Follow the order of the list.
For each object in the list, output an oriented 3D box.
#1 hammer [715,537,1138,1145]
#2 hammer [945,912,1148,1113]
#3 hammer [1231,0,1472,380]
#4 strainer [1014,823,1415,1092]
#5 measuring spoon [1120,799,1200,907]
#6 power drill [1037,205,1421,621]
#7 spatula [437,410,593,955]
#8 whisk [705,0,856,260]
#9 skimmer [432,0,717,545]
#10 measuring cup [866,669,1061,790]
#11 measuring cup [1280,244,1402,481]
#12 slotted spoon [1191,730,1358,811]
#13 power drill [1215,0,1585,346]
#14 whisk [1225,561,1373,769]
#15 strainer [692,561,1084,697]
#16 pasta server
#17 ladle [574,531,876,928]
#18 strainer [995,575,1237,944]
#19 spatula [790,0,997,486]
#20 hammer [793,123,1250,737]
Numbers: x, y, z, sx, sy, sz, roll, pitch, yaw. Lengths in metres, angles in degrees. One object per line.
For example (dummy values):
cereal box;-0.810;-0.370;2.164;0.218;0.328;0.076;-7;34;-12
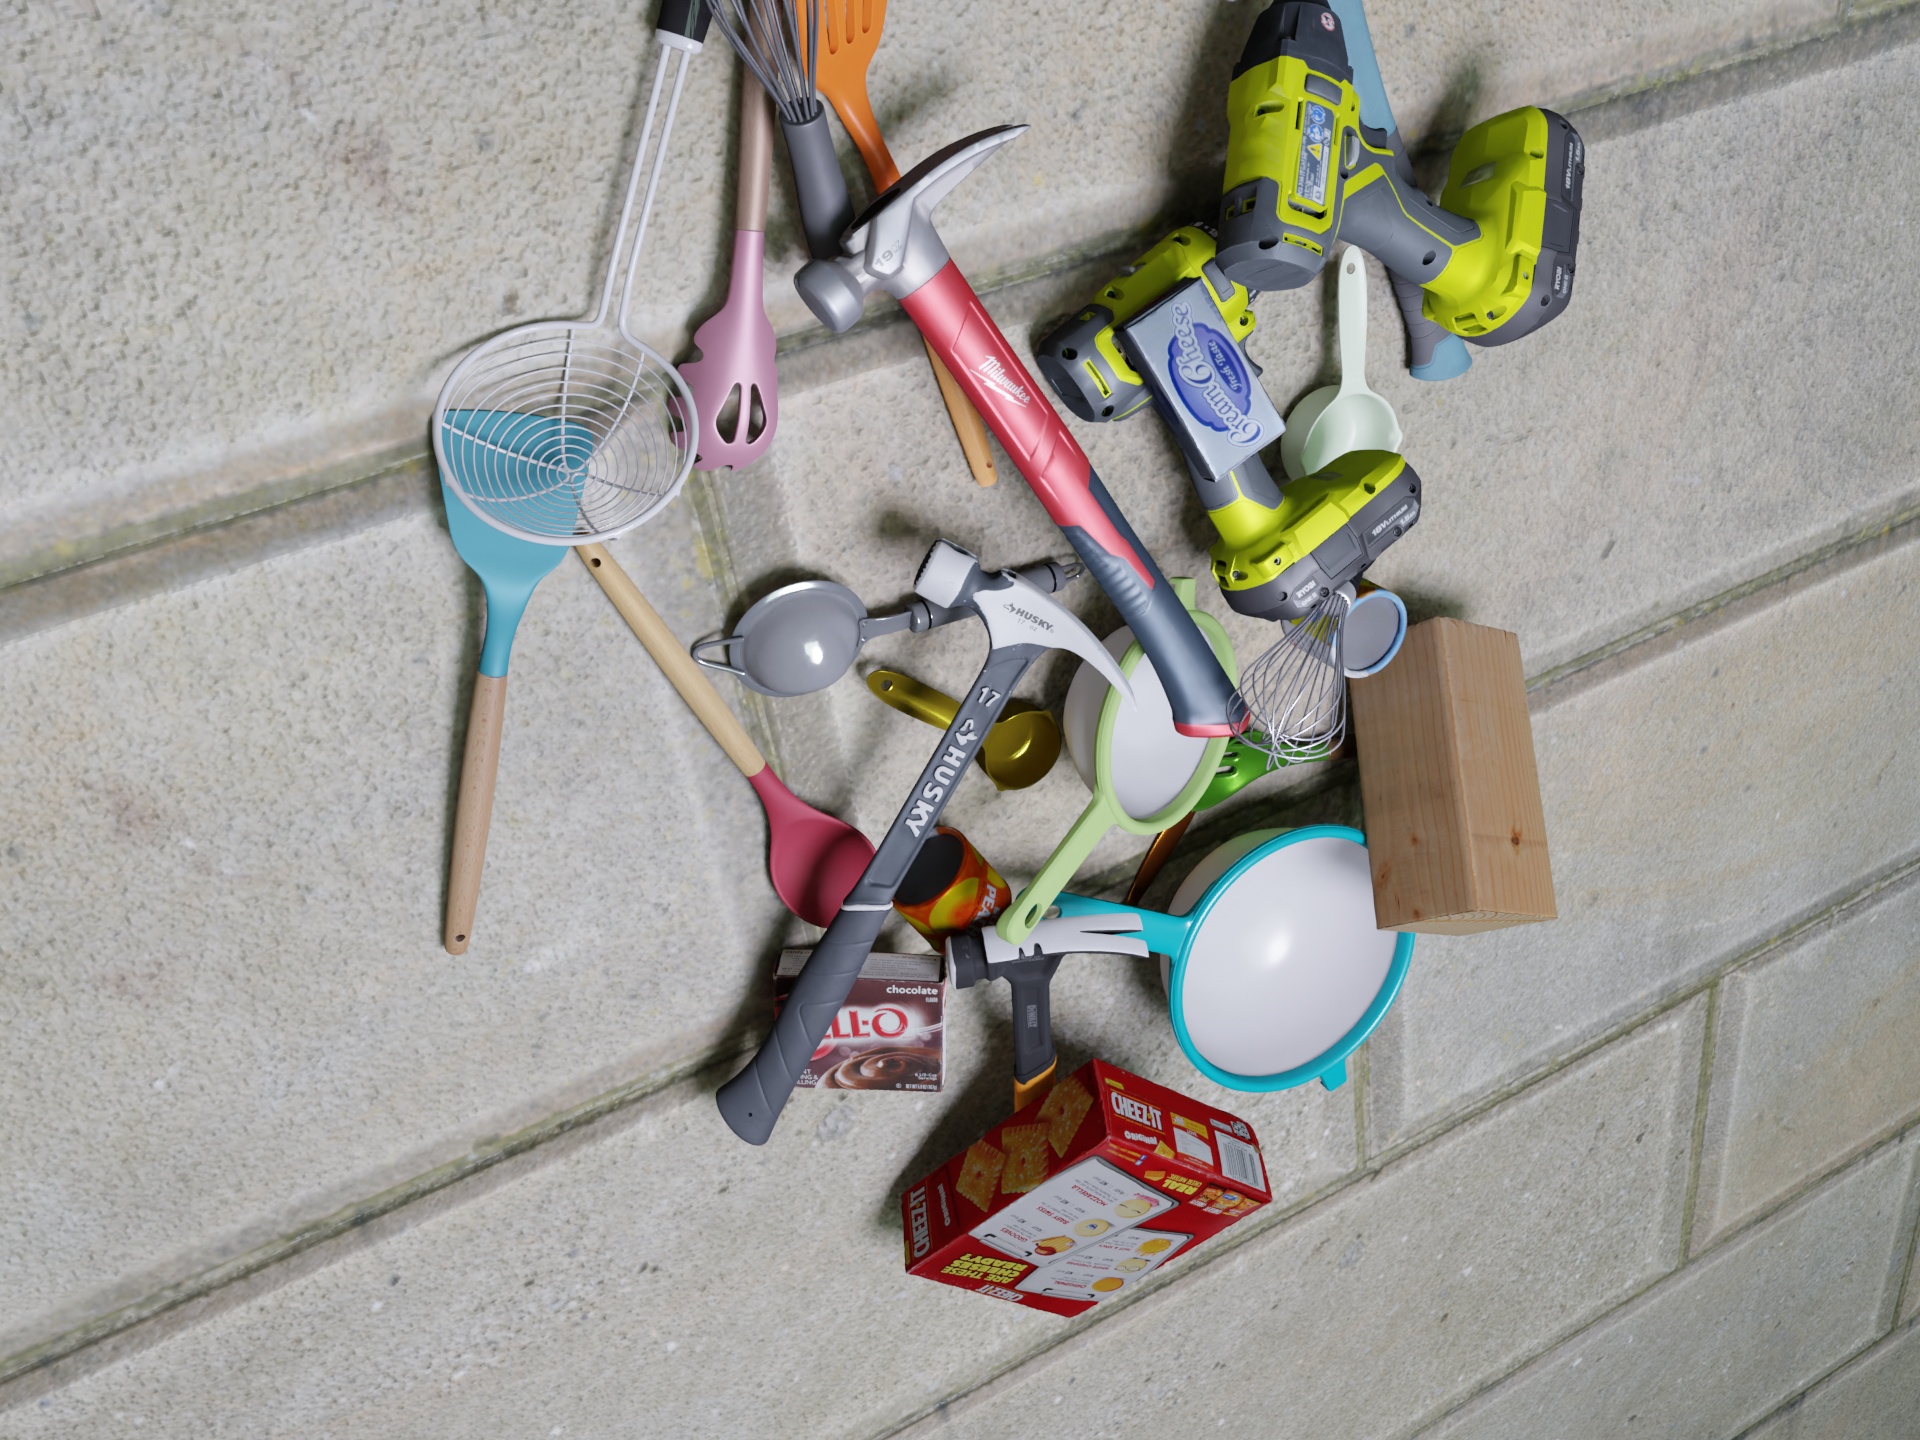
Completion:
hammer;-0.043;0.098;0.968;0.149;0.036;0.409;27;108;-7
hammer;0.061;0.251;1.116;0.127;0.034;0.336;-7;136;-3
hammer;0.258;-0.346;0.979;0.128;0.033;0.330;-37;127;-7
strainer;0.171;0.147;1.150;0.340;0.095;0.211;14;101;-27
measuring spoon;0.146;0.102;1.158;0.021;0.011;0.117;22;102;-36
power drill;0.180;-0.194;0.962;0.190;0.080;0.228;-39;110;-5
spatula;-0.259;-0.009;0.868;0.082;0.044;0.317;0;119;-31
whisk;-0.080;-0.293;0.771;0.055;0.055;0.238;-33;148;-11
skimmer;-0.154;-0.263;0.753;0.127;0.090;0.363;18;105;-2
measuring cup;-0.002;-0.003;1.013;0.156;0.029;0.062;26;100;-34
measuring cup;0.243;-0.224;1.032;0.083;0.038;0.167;-16;117;-20
slotted spoon;0.289;0.021;1.188;0.313;0.031;0.070;-7;134;-29
power drill;0.250;-0.314;0.908;0.223;0.080;0.171;10;85;-30
whisk;0.233;-0.061;1.011;0.285;0.070;0.070;-55;141;-47
strainer;-0.032;-0.060;0.959;0.258;0.050;0.086;-18;138;-24
pasta server;-0.108;-0.280;0.812;0.060;0.040;0.316;-4;112;-28
ladle;-0.136;0.012;0.944;0.069;0.031;0.315;-28;124;5
strainer;0.084;0.033;1.024;0.256;0.069;0.151;-51;137;-21
spatula;-0.024;-0.263;0.857;0.081;0.041;0.322;-46;133;-30
hammer;0.074;-0.139;0.896;0.143;0.038;0.386;-42;120;-5
